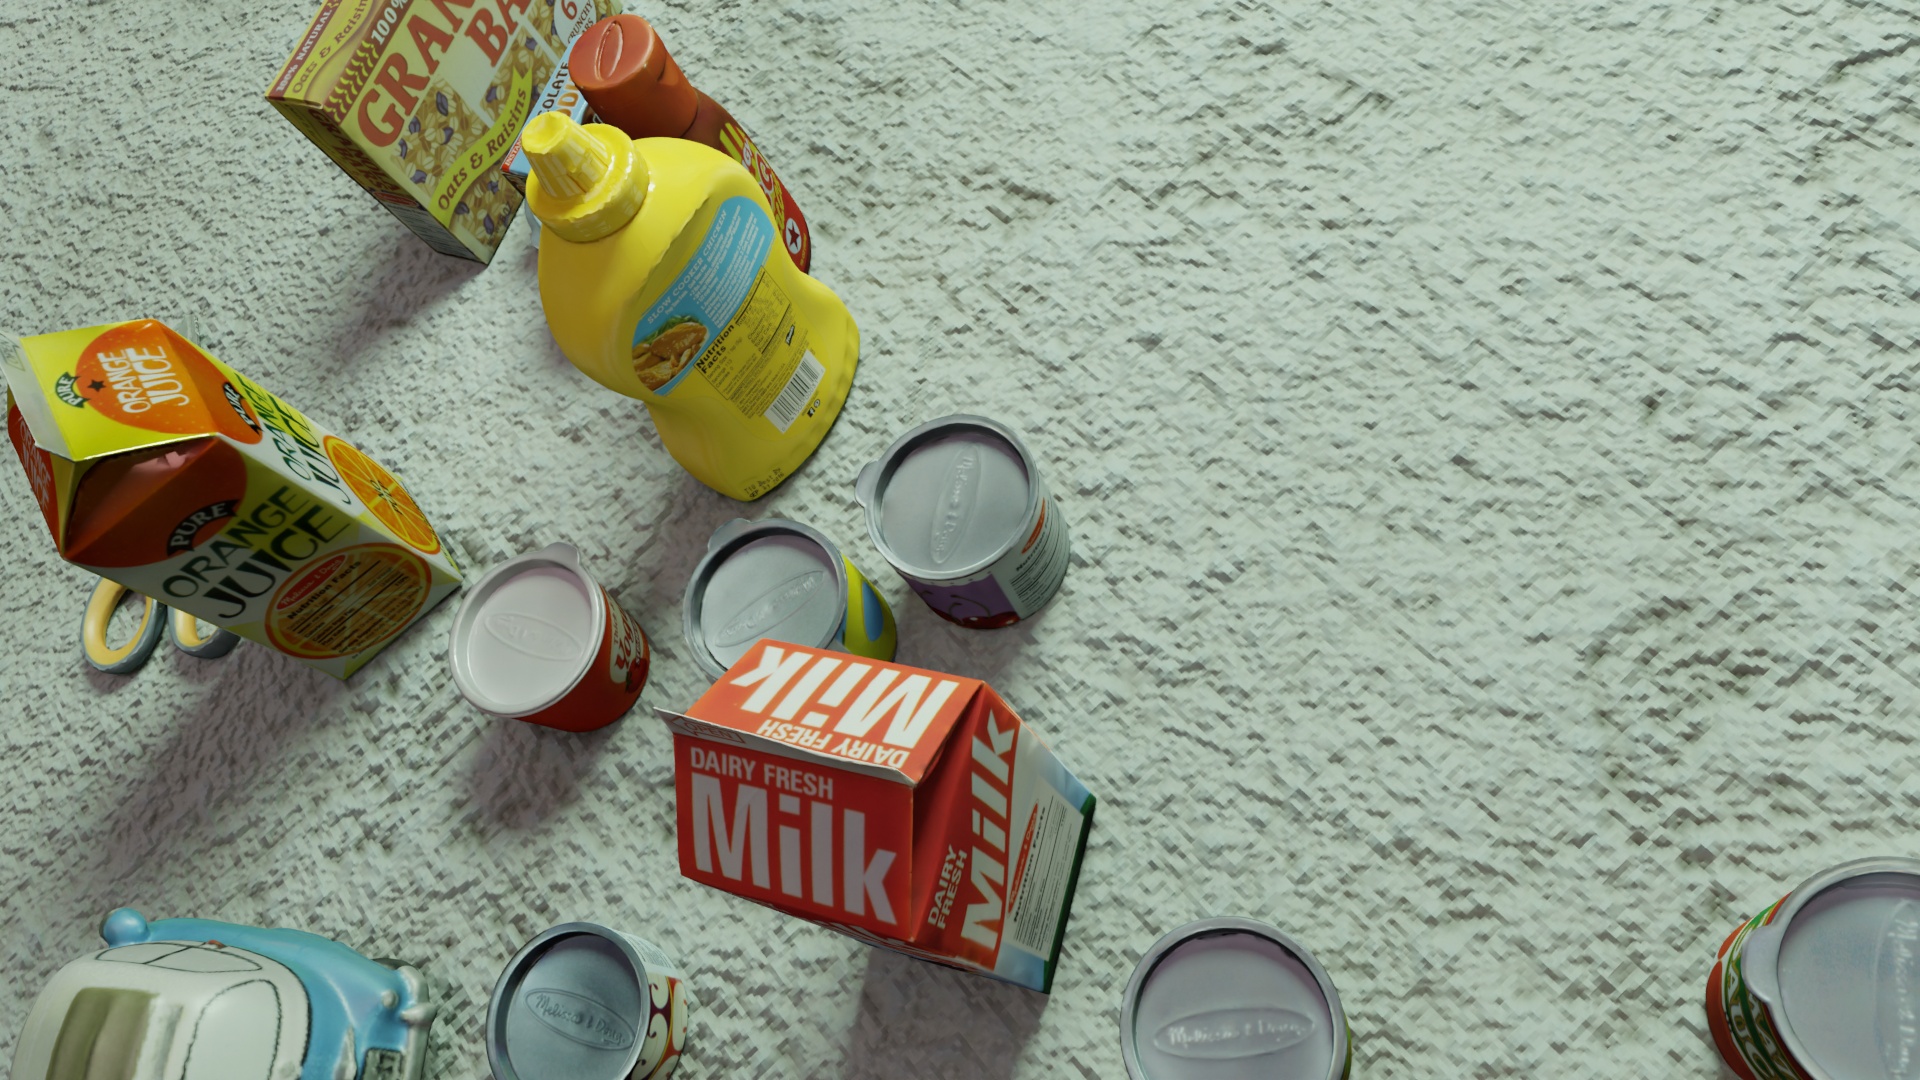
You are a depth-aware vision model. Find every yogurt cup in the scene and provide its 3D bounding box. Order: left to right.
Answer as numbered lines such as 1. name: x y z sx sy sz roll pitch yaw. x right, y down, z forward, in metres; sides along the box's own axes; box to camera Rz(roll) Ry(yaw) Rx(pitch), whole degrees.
1. yogurt cup: -0.162 0.045 0.561 0.072 0.053 0.072 -7 66 15

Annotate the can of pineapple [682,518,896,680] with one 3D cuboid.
1. can of pineapple: -0.064 0.031 0.534 0.071 0.057 0.071 -7 66 15

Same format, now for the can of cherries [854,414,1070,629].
1. can of cherries: 0.002 -0.007 0.529 0.071 0.058 0.072 -7 66 15

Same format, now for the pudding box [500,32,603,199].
1. pudding box: -0.183 -0.197 0.676 0.030 0.049 0.084 16 73 23

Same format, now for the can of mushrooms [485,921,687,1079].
1. can of mushrooms: -0.137 0.177 0.506 0.071 0.033 0.071 -7 66 15

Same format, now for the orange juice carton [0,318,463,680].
1. orange juice carton: -0.294 -0.018 0.552 0.073 0.192 0.072 -40 62 -2

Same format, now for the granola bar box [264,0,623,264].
1. granola bar box: -0.241 -0.238 0.671 0.039 0.124 0.166 14 72 23

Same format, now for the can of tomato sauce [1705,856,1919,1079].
1. can of tomato sauce: 0.245 0.127 0.379 0.071 0.083 0.071 -7 66 15

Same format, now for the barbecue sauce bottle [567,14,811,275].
1. barbecue sauce bottle: -0.109 -0.153 0.577 0.043 0.148 0.065 -3 67 17

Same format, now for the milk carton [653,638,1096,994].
1. milk carton: -0.019 0.084 0.421 0.072 0.190 0.073 9 71 21

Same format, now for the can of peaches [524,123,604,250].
1. can of peaches: -0.158 -0.146 0.641 0.071 0.058 0.071 -7 66 15

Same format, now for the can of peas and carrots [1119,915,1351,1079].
1. can of peas and carrots: 0.087 0.156 0.430 0.071 0.058 0.071 -7 66 15
